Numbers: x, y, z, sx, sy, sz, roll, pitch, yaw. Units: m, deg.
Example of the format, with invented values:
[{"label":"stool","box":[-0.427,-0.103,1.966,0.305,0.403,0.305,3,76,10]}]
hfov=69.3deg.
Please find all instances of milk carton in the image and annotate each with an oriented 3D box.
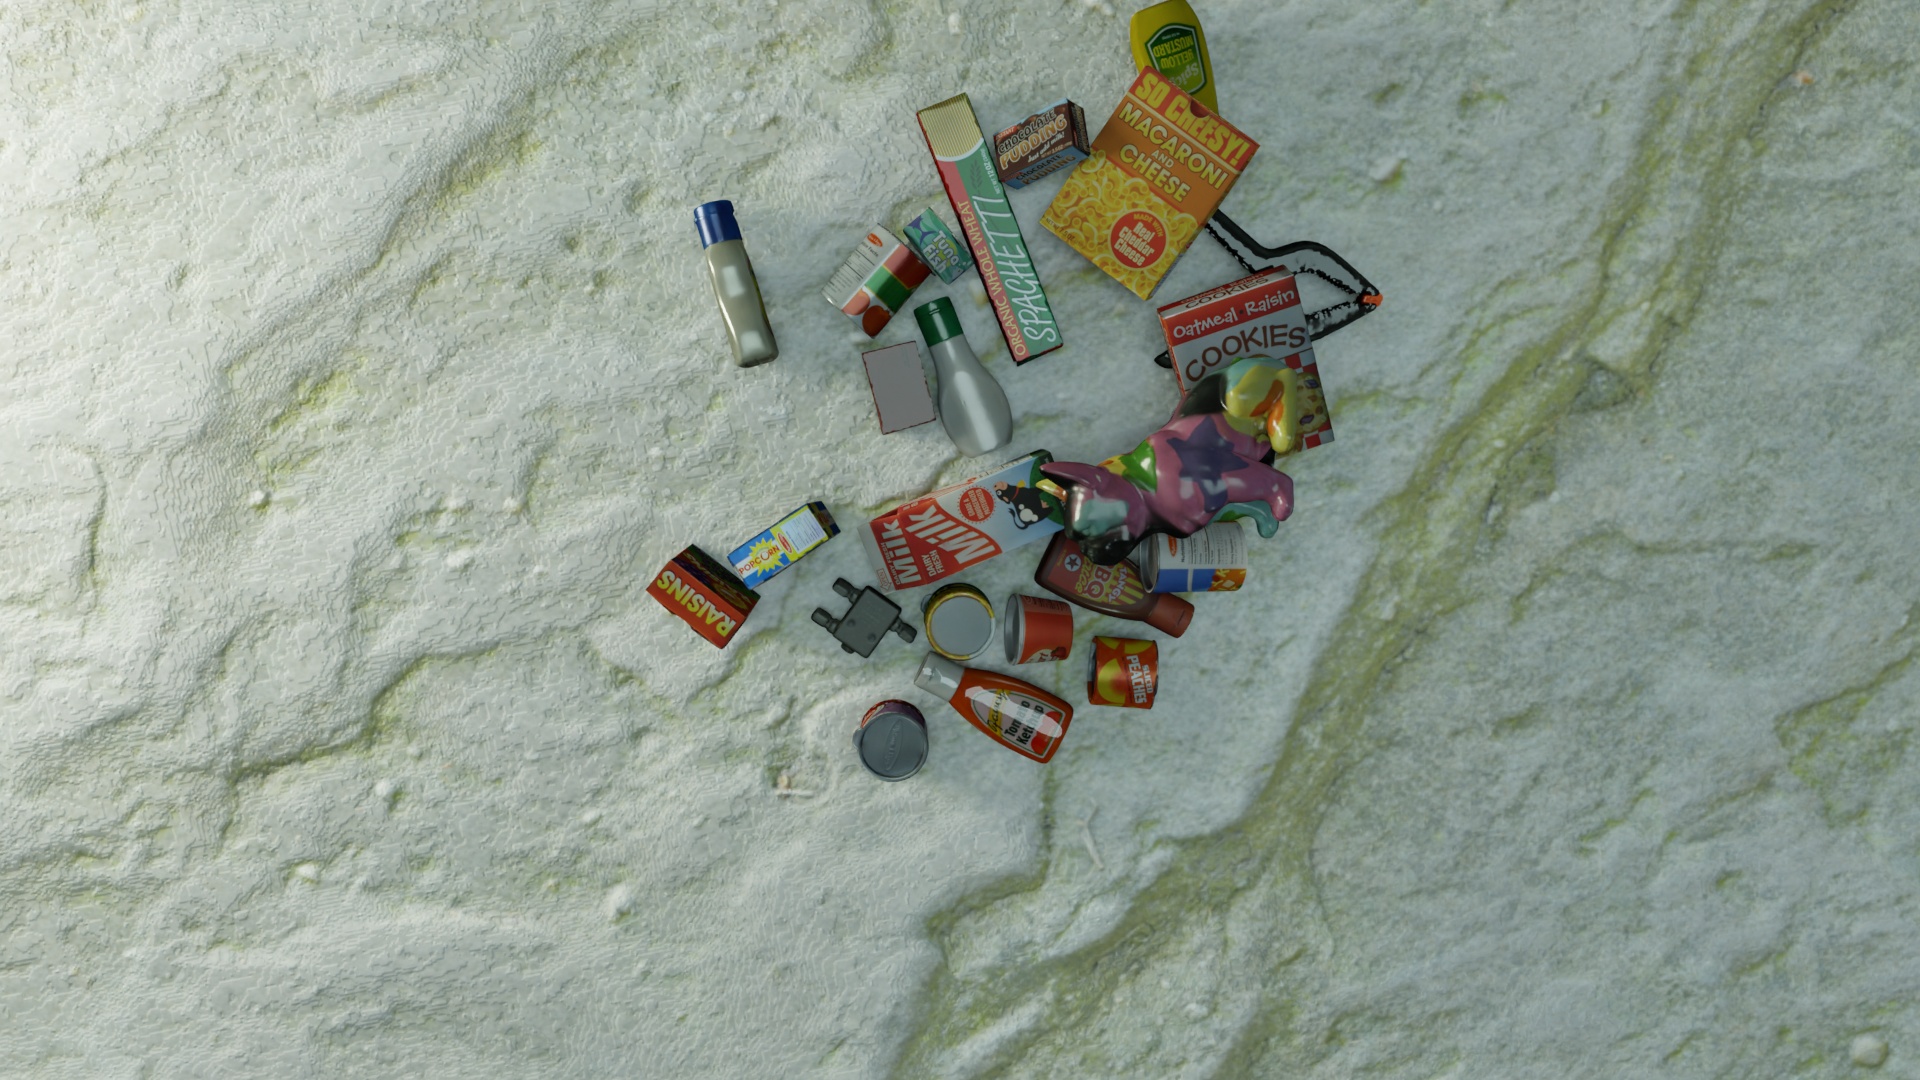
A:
[{"label":"milk carton","box":[0.005,-0.016,1.283,0.191,0.073,0.072,-22,97,0]}]

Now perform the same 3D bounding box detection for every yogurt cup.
[{"label":"yogurt cup","box":[0.073,0.084,1.302,0.054,0.072,0.072,3,96,-11]}]

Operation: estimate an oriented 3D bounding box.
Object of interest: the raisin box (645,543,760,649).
[{"label":"raisin box","box":[-0.231,0.049,1.255,0.086,0.123,0.040,39,93,-6]}]

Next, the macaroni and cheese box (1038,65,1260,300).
[{"label":"macaroni and cheese box","box":[0.169,-0.319,1.246,0.124,0.040,0.166,37,110,5]}]

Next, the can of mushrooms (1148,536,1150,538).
[{"label":"can of mushrooms","box":[0.199,-0.028,1.311,0.071,0.033,0.071,0,95,-2]}]

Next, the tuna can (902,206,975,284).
[{"label":"tuna can","box":[-0.019,-0.266,1.259,0.033,0.071,0.071,-40,96,4]}]

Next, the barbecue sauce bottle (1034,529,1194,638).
[{"label":"barbecue sauce bottle","box":[0.147,0.044,1.310,0.148,0.043,0.065,27,84,-5]}]

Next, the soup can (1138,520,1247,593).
[{"label":"soup can","box":[0.211,0.016,1.268,0.084,0.071,0.071,-1,96,-8]}]

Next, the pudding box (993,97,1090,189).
[{"label":"pudding box","box":[0.073,-0.356,1.249,0.083,0.030,0.050,-16,73,35]}]

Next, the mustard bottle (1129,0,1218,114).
[{"label":"mustard bottle","box":[0.204,-0.408,1.266,0.065,0.049,0.160,-19,96,5]}]

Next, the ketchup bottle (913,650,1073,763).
[{"label":"ketchup bottle","box":[0.029,0.153,1.316,0.149,0.043,0.064,27,94,-4]}]

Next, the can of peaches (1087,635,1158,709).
[{"label":"can of peaches","box":[0.152,0.124,1.305,0.058,0.071,0.071,5,96,-2]}]

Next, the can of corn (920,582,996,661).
[{"label":"can of corn","box":[-0.003,0.075,1.299,0.071,0.058,0.071,0,96,-3]}]

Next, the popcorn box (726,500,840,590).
[{"label":"popcorn box","box":[-0.157,0.003,1.252,0.085,0.127,0.038,-33,92,1]}]

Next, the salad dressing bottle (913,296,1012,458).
[{"label":"salad dressing bottle","box":[0.001,-0.151,1.286,0.064,0.044,0.147,-22,95,2]}]

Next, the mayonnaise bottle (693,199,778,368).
[{"label":"mayonnaise bottle","box":[-0.204,-0.233,1.261,0.041,0.065,0.148,-16,92,-4]}]

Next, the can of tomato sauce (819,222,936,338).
[{"label":"can of tomato sauce","box":[-0.076,-0.234,1.263,0.071,0.071,0.083,41,94,-6]}]

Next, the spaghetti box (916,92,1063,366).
[{"label":"spaghetti box","box":[0.028,-0.285,1.281,0.050,0.029,0.249,-22,96,1]}]

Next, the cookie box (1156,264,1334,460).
[{"label":"cookie box","box":[0.262,-0.152,1.276,0.123,0.040,0.167,-19,112,3]}]

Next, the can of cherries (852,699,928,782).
[{"label":"can of cherries","box":[-0.066,0.186,1.308,0.071,0.058,0.071,0,97,-2]}]
